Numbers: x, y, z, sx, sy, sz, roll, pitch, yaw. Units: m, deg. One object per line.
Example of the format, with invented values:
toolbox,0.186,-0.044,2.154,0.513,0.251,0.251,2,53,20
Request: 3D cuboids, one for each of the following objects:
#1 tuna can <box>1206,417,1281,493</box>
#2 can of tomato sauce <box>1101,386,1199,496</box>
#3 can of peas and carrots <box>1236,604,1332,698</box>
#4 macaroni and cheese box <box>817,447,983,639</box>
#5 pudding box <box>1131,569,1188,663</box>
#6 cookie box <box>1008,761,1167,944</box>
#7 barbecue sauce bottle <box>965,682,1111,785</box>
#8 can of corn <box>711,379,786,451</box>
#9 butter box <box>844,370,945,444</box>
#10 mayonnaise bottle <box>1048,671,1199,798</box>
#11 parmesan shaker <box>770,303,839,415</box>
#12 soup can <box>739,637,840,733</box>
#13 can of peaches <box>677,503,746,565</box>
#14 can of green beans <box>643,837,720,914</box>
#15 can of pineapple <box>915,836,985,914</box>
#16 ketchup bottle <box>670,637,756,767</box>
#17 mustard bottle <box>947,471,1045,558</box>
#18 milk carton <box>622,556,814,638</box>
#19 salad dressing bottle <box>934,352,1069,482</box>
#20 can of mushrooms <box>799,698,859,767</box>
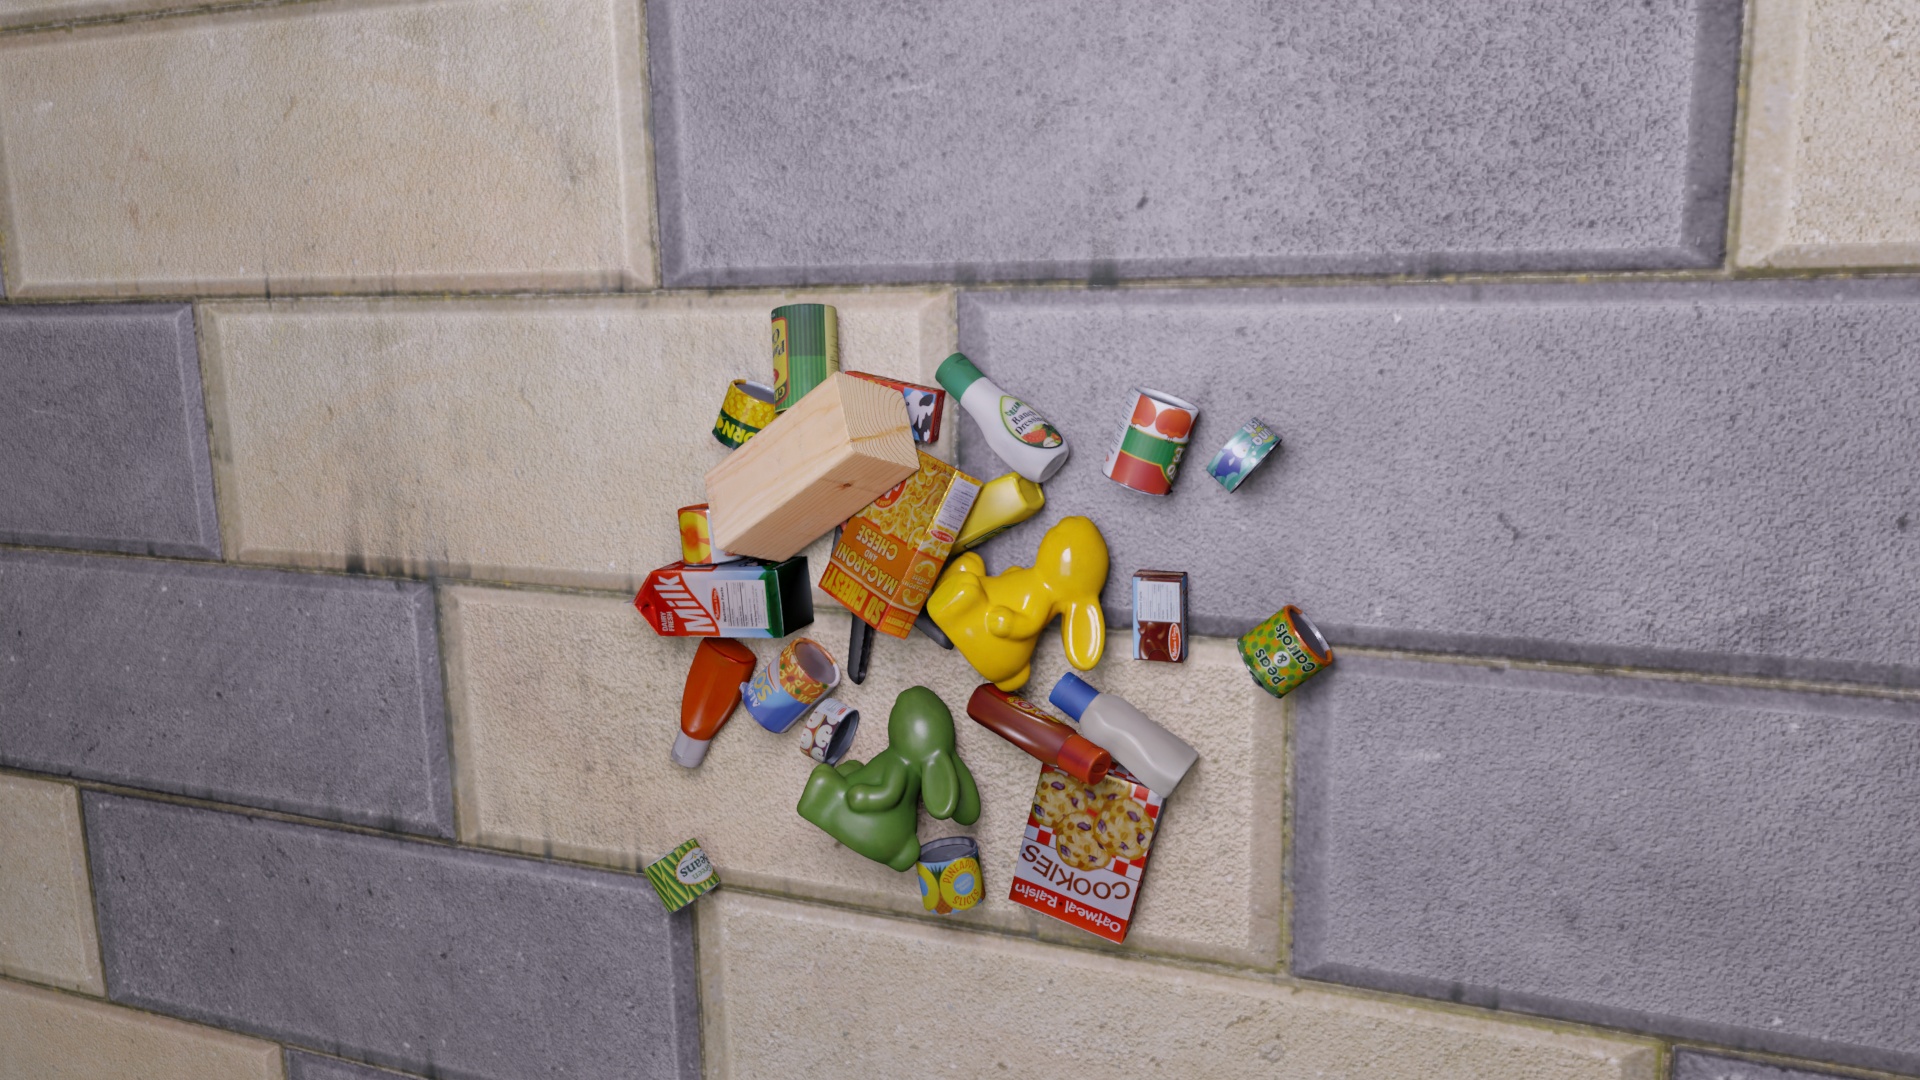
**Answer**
tuna can,0.253,-0.078,1.237,0.033,0.071,0.071,44,112,9
can of tomato sauce,0.175,-0.090,1.268,0.071,0.071,0.082,23,107,16
can of peas and carrots,0.293,0.100,1.254,0.058,0.071,0.071,-40,85,23
macaroni and cheese box,-0.059,-0.004,1.335,0.124,0.040,0.166,30,95,51
pudding box,0.188,0.071,1.312,0.049,0.030,0.083,1,101,20
cookie box,0.127,0.299,1.376,0.123,0.040,0.167,18,105,18
barbecue sauce bottle,0.077,0.186,1.335,0.149,0.065,0.043,27,94,38
can of corn,-0.212,-0.124,1.411,0.071,0.071,0.058,28,109,14
butter box,-0.069,-0.134,1.378,0.103,0.024,0.053,15,106,18
mayonnaise bottle,0.153,0.183,1.332,0.148,0.065,0.041,35,124,17
parmesan shaker,-0.153,-0.177,1.373,0.071,0.071,0.103,-4,87,22
soup can,-0.179,0.150,1.452,0.083,0.071,0.071,-44,83,22
can of peaches,-0.263,-0.008,1.456,0.071,0.071,0.058,-2,100,22
can of green beans,-0.310,0.373,1.548,0.071,0.071,0.058,-32,87,24
can of pineapple,-0.010,0.343,1.422,0.071,0.071,0.057,-7,99,23
ketchup bottle,-0.275,0.177,1.508,0.065,0.044,0.148,30,110,15
mustard bottle,0.005,-0.017,1.353,0.160,0.065,0.049,-27,83,30
milk carton,-0.257,0.058,1.463,0.190,0.072,0.073,-1,101,21
salad dressing bottle,0.037,-0.119,1.321,0.148,0.064,0.043,45,134,17
can of mushrooms,-0.137,0.202,1.446,0.033,0.071,0.070,25,108,16
